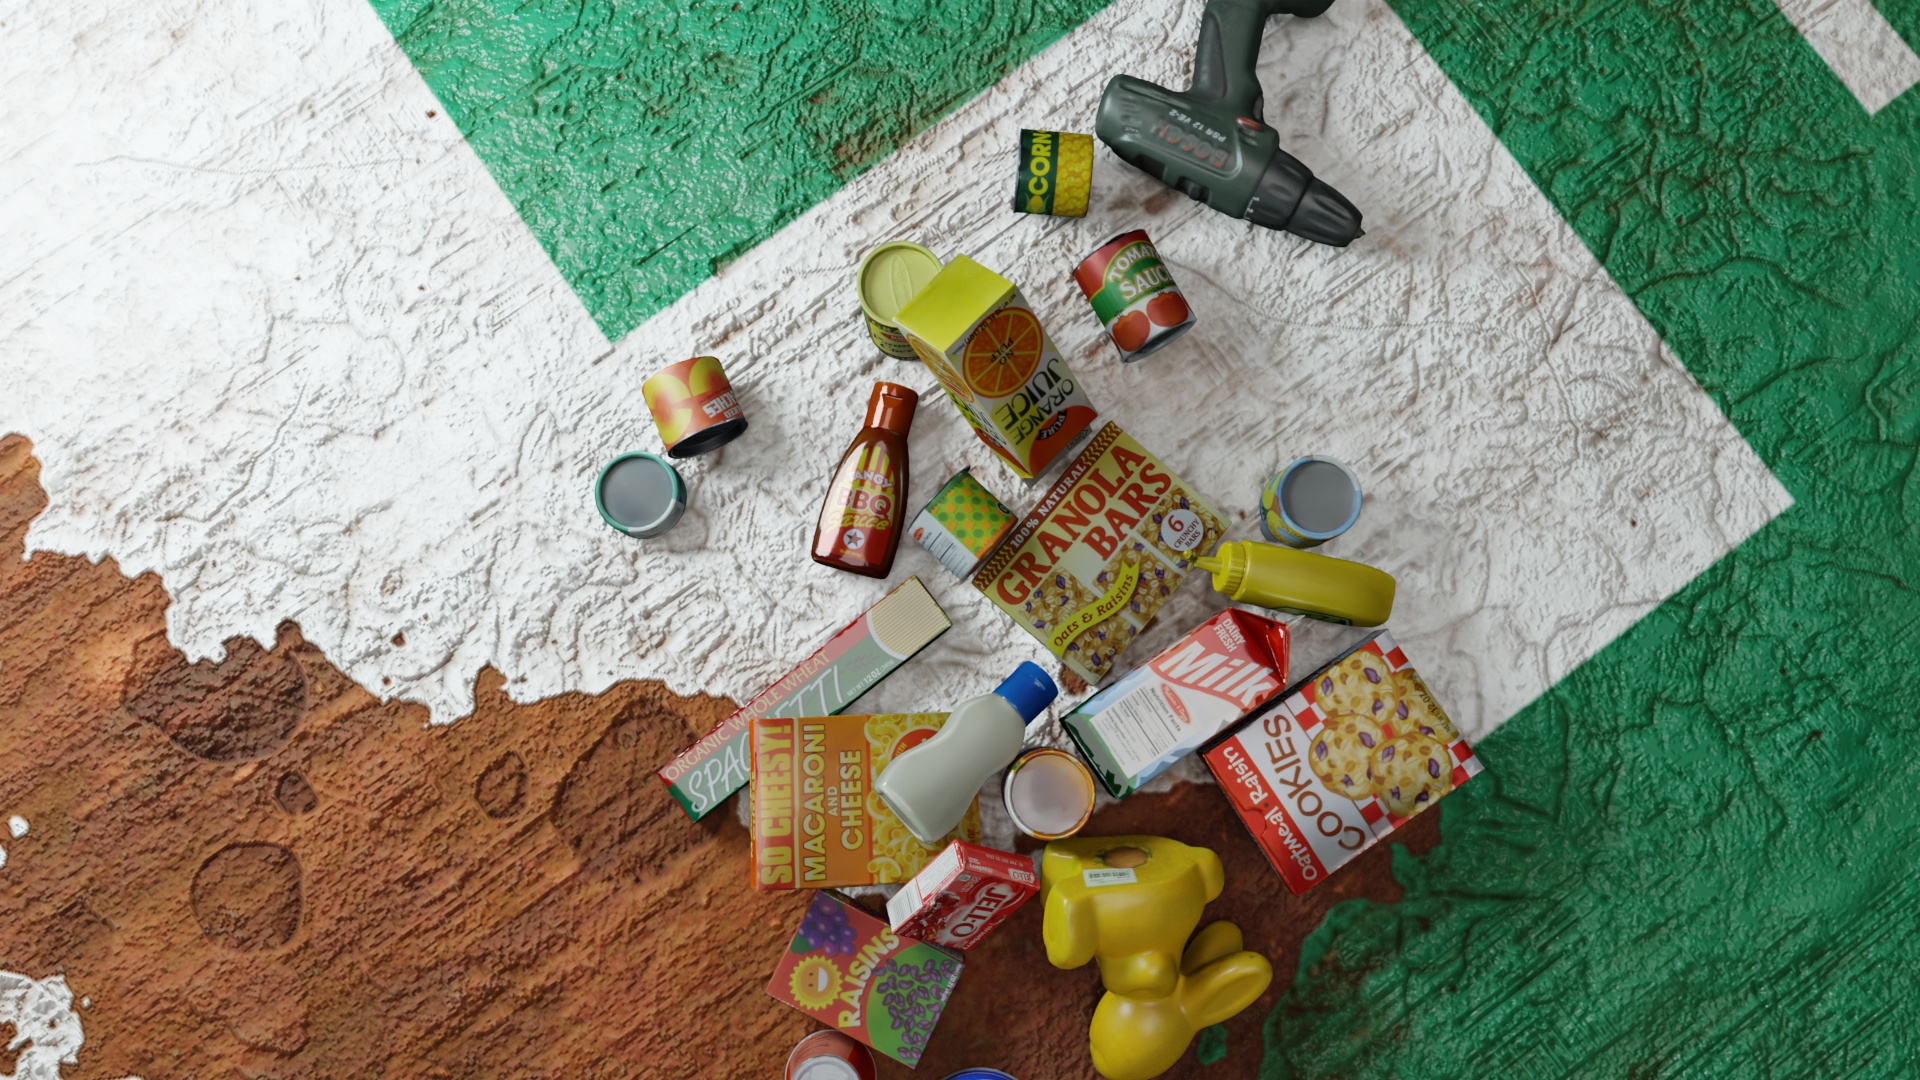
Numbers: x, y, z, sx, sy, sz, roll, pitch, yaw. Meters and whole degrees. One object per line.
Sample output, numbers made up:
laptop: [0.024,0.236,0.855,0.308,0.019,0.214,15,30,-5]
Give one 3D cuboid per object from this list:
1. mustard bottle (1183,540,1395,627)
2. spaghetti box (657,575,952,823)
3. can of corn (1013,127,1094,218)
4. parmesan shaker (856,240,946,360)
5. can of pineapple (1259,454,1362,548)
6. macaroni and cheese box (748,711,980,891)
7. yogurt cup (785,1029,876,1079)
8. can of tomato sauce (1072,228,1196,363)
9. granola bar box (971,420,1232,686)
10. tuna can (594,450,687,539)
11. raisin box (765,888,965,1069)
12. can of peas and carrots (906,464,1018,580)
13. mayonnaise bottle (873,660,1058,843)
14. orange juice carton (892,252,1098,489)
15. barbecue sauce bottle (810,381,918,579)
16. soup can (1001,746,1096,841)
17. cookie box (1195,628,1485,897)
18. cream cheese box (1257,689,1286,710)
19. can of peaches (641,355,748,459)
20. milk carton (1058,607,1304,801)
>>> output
mustard bottle: [0.243,0.030,1.048,0.160,0.065,0.049,12,84,-7]
spaghetti box: [-0.118,0.121,1.060,0.250,0.028,0.050,-38,84,-5]
can of corn: [0.073,-0.291,1.098,0.058,0.071,0.071,5,82,0]
parmesan shaker: [-0.040,-0.182,1.066,0.071,0.103,0.071,0,82,1]
can of pineapple: [0.268,-0.028,1.067,0.071,0.058,0.071,0,82,0]
macaroni and cheese box: [-0.071,0.190,1.024,0.167,0.040,0.124,0,81,-16]
yogurt cup: [-0.096,0.395,1.008,0.072,0.054,0.072,0,81,-1]
can of tomato sauce: [0.137,-0.191,1.085,0.071,0.071,0.083,-29,84,-4]
granola bar box: [0.108,0.010,1.071,0.124,0.039,0.166,41,84,4]
tuna can: [-0.250,-0.038,1.081,0.071,0.033,0.071,0,82,0]
raisin box: [-0.069,0.320,1.027,0.123,0.040,0.086,26,84,2]
can of peas and carrots: [0.004,-0.013,1.062,0.059,0.071,0.071,43,84,5]
mayonnaise bottle: [0.009,0.149,1.011,0.148,0.041,0.065,-42,92,-20]
orange juice carton: [0.037,-0.116,1.034,0.072,0.192,0.073,-45,45,-5]
barbecue sauce bottle: [-0.068,-0.048,1.077,0.065,0.043,0.148,14,82,3]
soup can: [0.067,0.185,1.024,0.071,0.083,0.071,0,82,0]
cookie box: [0.277,0.162,1.023,0.167,0.040,0.123,-33,83,-3]
cream cheese box: [0.267,0.163,1.057,0.104,0.024,0.053,37,85,5]
can of peaches: [-0.204,-0.104,1.073,0.071,0.071,0.058,-24,82,-3]
milk carton: [0.173,0.111,1.041,0.191,0.072,0.073,-34,83,-3]
